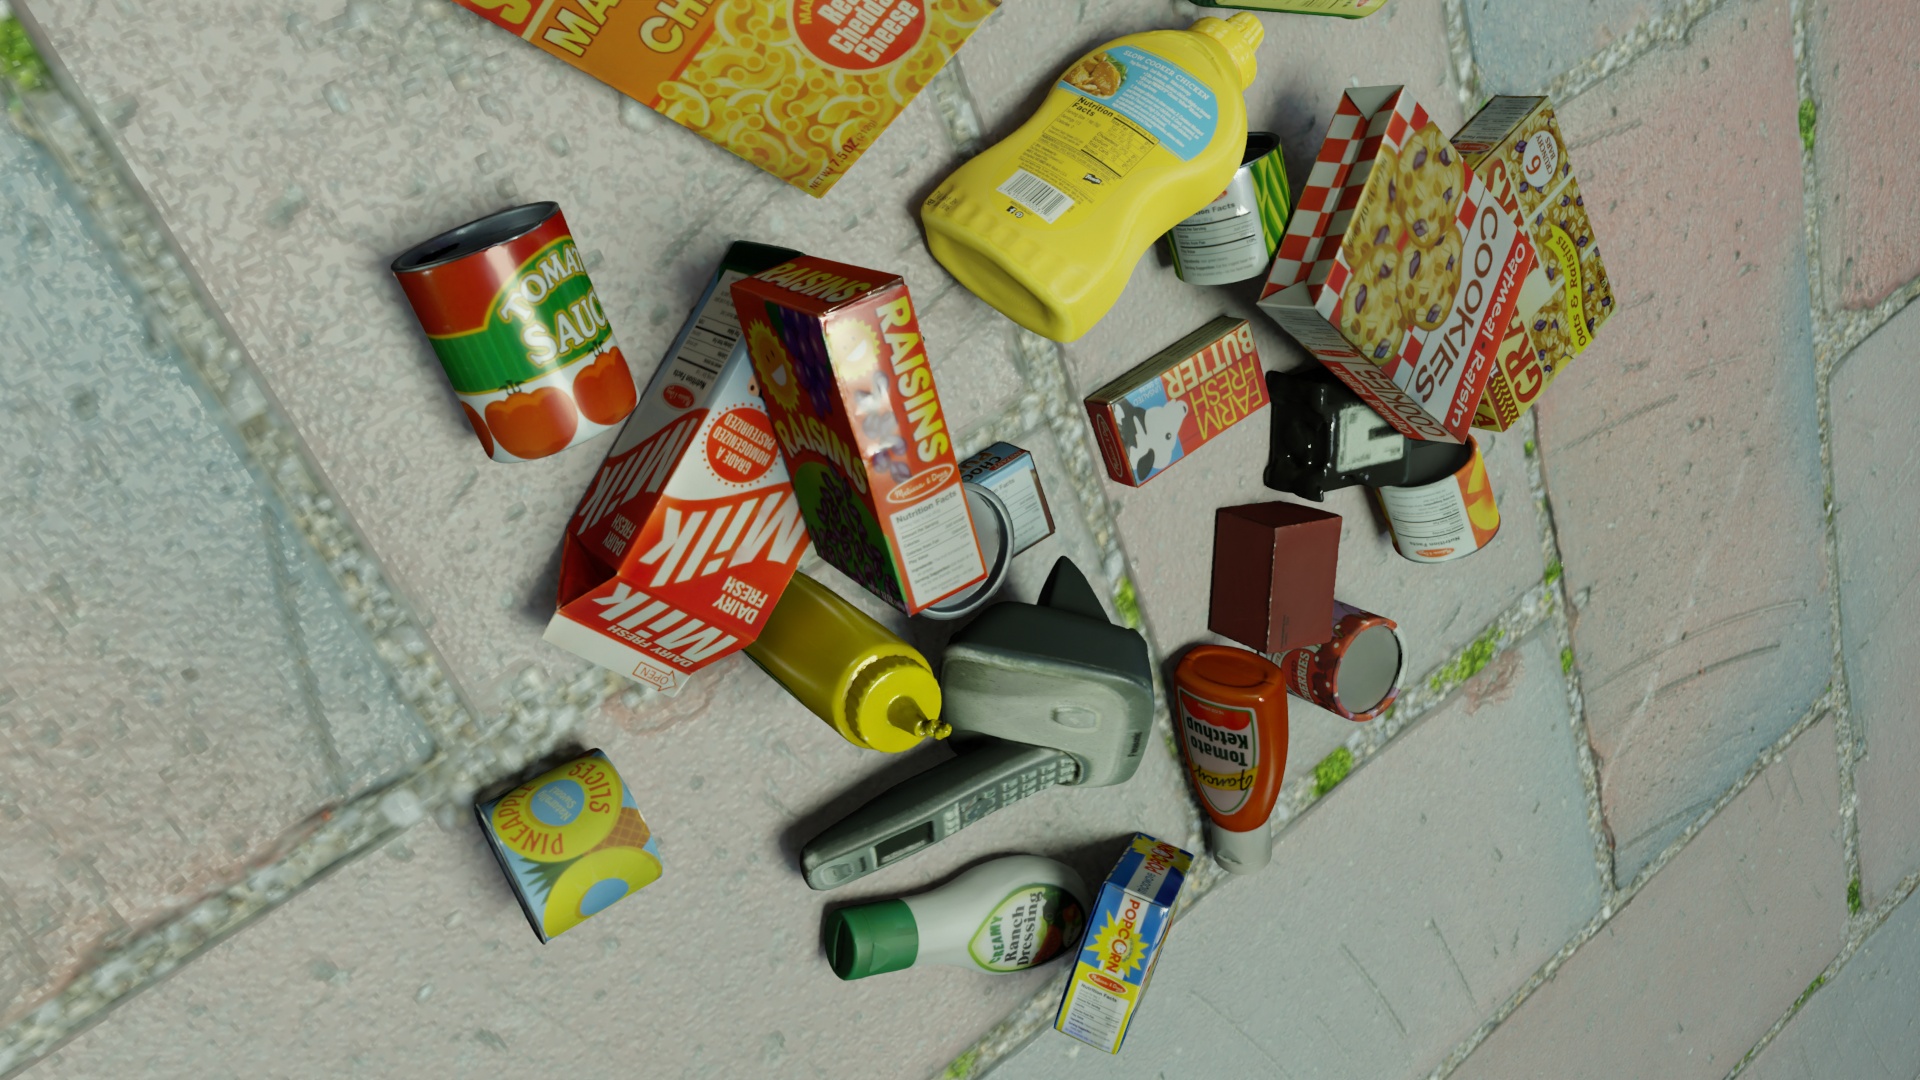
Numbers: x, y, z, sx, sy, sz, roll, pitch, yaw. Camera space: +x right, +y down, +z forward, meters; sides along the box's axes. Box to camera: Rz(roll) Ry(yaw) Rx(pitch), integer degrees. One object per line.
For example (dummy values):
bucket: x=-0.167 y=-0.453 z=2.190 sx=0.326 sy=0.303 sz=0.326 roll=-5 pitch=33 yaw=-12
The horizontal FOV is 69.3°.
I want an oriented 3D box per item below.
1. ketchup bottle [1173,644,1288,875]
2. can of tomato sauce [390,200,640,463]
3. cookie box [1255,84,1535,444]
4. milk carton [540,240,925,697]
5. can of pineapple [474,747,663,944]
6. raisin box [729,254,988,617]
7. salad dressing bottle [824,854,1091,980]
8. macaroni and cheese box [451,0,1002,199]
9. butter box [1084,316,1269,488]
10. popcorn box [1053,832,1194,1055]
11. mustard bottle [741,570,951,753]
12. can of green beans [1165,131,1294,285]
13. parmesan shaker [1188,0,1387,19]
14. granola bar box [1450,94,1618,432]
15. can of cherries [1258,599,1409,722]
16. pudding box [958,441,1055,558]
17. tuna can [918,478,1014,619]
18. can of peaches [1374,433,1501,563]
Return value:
ketchup bottle: x=0.164 y=0.133 z=0.823 sx=0.044 sy=0.065 sz=0.148 roll=-40 pitch=132 yaw=-38
can of tomato sauce: x=-0.170 y=-0.081 z=0.542 sx=0.071 sy=0.071 sz=0.082 roll=-30 pitch=119 yaw=-22
cookie box: x=0.235 y=-0.140 z=0.735 sx=0.167 sy=0.040 sz=0.123 roll=28 pitch=82 yaw=-41
milk carton: x=-0.103 y=-0.027 z=0.598 sx=0.072 sy=0.073 sz=0.190 roll=32 pitch=86 yaw=-35
can of pineapple: x=-0.170 y=0.131 z=0.604 sx=0.058 sy=0.071 sz=0.070 roll=-27 pitch=117 yaw=-24
raisin box: x=-0.039 y=-0.043 z=0.534 sx=0.040 sy=0.086 sz=0.123 roll=-27 pitch=118 yaw=-21
salad dressing bottle: x=0.000 y=0.207 z=0.749 sx=0.148 sy=0.044 sz=0.064 roll=0 pitch=107 yaw=-32
macaroni and cheese box: x=-0.088 y=-0.217 z=0.531 sx=0.166 sy=0.040 sz=0.123 roll=22 pitch=136 yaw=-35
butter box: x=0.120 y=-0.076 z=0.754 sx=0.104 sy=0.024 sz=0.053 roll=-32 pitch=118 yaw=-21
popcorn box: x=0.093 y=0.220 z=0.773 sx=0.127 sy=0.038 sz=0.085 roll=0 pitch=109 yaw=-75
mustard bottle: x=-0.049 y=0.056 z=0.603 sx=0.065 sy=0.160 sz=0.049 roll=39 pitch=84 yaw=-33
can of green beans: x=0.136 y=-0.170 z=0.712 sx=0.071 sy=0.071 sz=0.057 roll=-30 pitch=119 yaw=-22
parmesan shaker: x=0.164 y=-0.300 z=0.690 sx=0.103 sy=0.071 sz=0.071 roll=-8 pitch=108 yaw=-30
granola bar box: x=0.334 y=-0.168 z=0.854 sx=0.124 sy=0.039 sz=0.165 roll=-44 pitch=122 yaw=-14
can of cherries: x=0.227 y=0.072 z=0.845 sx=0.072 sy=0.058 sz=0.071 roll=-10 pitch=109 yaw=-30
pudding box: x=0.002 y=-0.009 z=0.696 sx=0.084 sy=0.030 sz=0.049 roll=-31 pitch=119 yaw=-21
tuna can: x=-0.013 y=0.001 z=0.649 sx=0.071 sy=0.033 sz=0.071 roll=-10 pitch=109 yaw=-30
can of peaches: x=0.291 y=-0.030 z=0.853 sx=0.071 sy=0.071 sz=0.058 roll=-39 pitch=121 yaw=-17
